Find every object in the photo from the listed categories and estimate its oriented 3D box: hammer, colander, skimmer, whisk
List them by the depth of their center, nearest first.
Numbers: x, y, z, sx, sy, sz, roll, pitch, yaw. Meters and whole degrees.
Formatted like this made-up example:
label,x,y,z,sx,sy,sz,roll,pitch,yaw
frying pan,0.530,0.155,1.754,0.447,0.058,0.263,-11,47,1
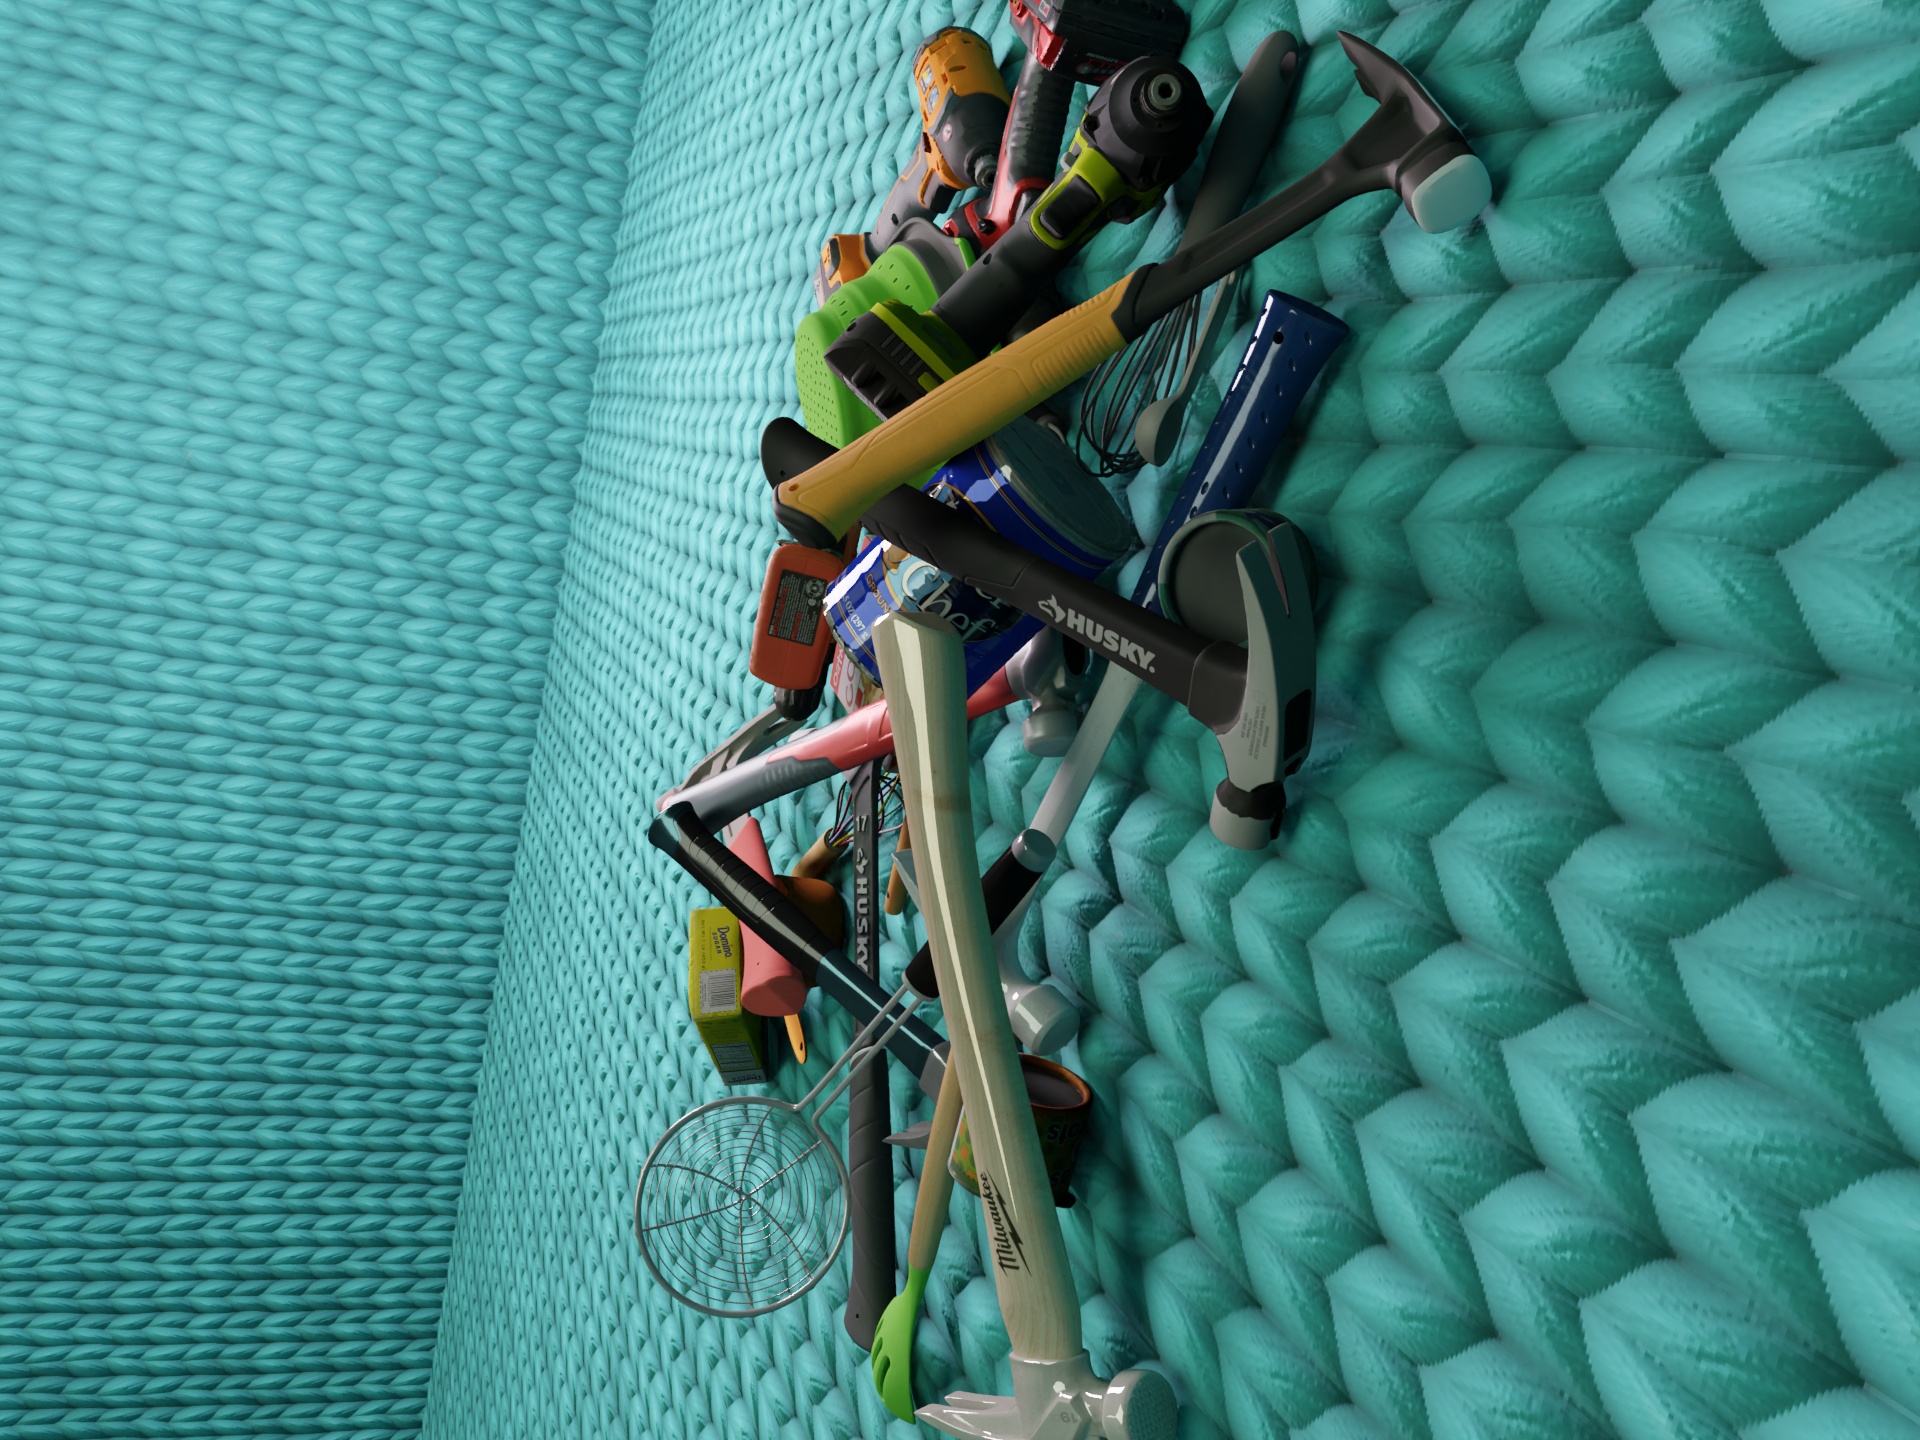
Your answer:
label,x,y,z,sx,sy,sz,roll,pitch,yaw
hammer,0.057,-0.179,0.711,0.337,0.034,0.127,-29,44,16
hammer,0.022,-0.075,0.751,0.335,0.035,0.146,32,136,33
hammer,0.002,0.148,0.791,0.146,0.038,0.411,-19,78,43
hammer,0.078,-0.024,0.808,0.144,0.035,0.405,44,122,34
whisk,0.117,-0.234,0.819,0.239,0.055,0.055,-68,26,21
skimmer,-0.061,0.199,0.880,0.363,0.127,0.090,-53,2,31
hammer,-0.093,0.147,1.011,0.331,0.033,0.128,35,121,33
hammer,-0.070,-0.002,1.028,0.386,0.038,0.143,-22,63,42
hammer,-0.057,0.201,1.046,0.149,0.036,0.409,-9,80,48
colander,-0.071,-0.209,1.122,0.397,0.094,0.204,156,99,-74
whisk,-0.090,0.086,1.205,0.245,0.051,0.047,134,133,-59
hammer,-0.156,0.105,1.228,0.149,0.036,0.359,-38,29,4

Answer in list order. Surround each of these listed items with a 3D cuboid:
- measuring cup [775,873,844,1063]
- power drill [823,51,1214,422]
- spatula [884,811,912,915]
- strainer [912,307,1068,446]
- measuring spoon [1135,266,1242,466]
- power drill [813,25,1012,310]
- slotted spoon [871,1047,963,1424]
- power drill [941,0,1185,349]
label,x,y,z,sx,sy,sz,roll,pitch,yaw
measuring cup,-0.114,0.193,1.213,0.174,0.052,0.095,-112,37,-47
power drill,0.034,-0.240,0.818,0.223,0.080,0.171,-46,6,4
spatula,-0.002,-0.003,1.052,0.081,0.041,0.322,-121,40,-54
strainer,0.018,-0.234,1.060,0.259,0.050,0.086,-125,14,-50
measuring spoon,0.113,-0.183,0.794,0.124,0.018,0.034,-66,-22,-13
power drill,-0.028,-0.369,1.166,0.226,0.084,0.164,-57,33,38
slotted spoon,-0.020,0.291,0.916,0.070,0.031,0.313,-109,26,-58
power drill,0.054,-0.331,0.964,0.188,0.080,0.226,-110,32,-48
